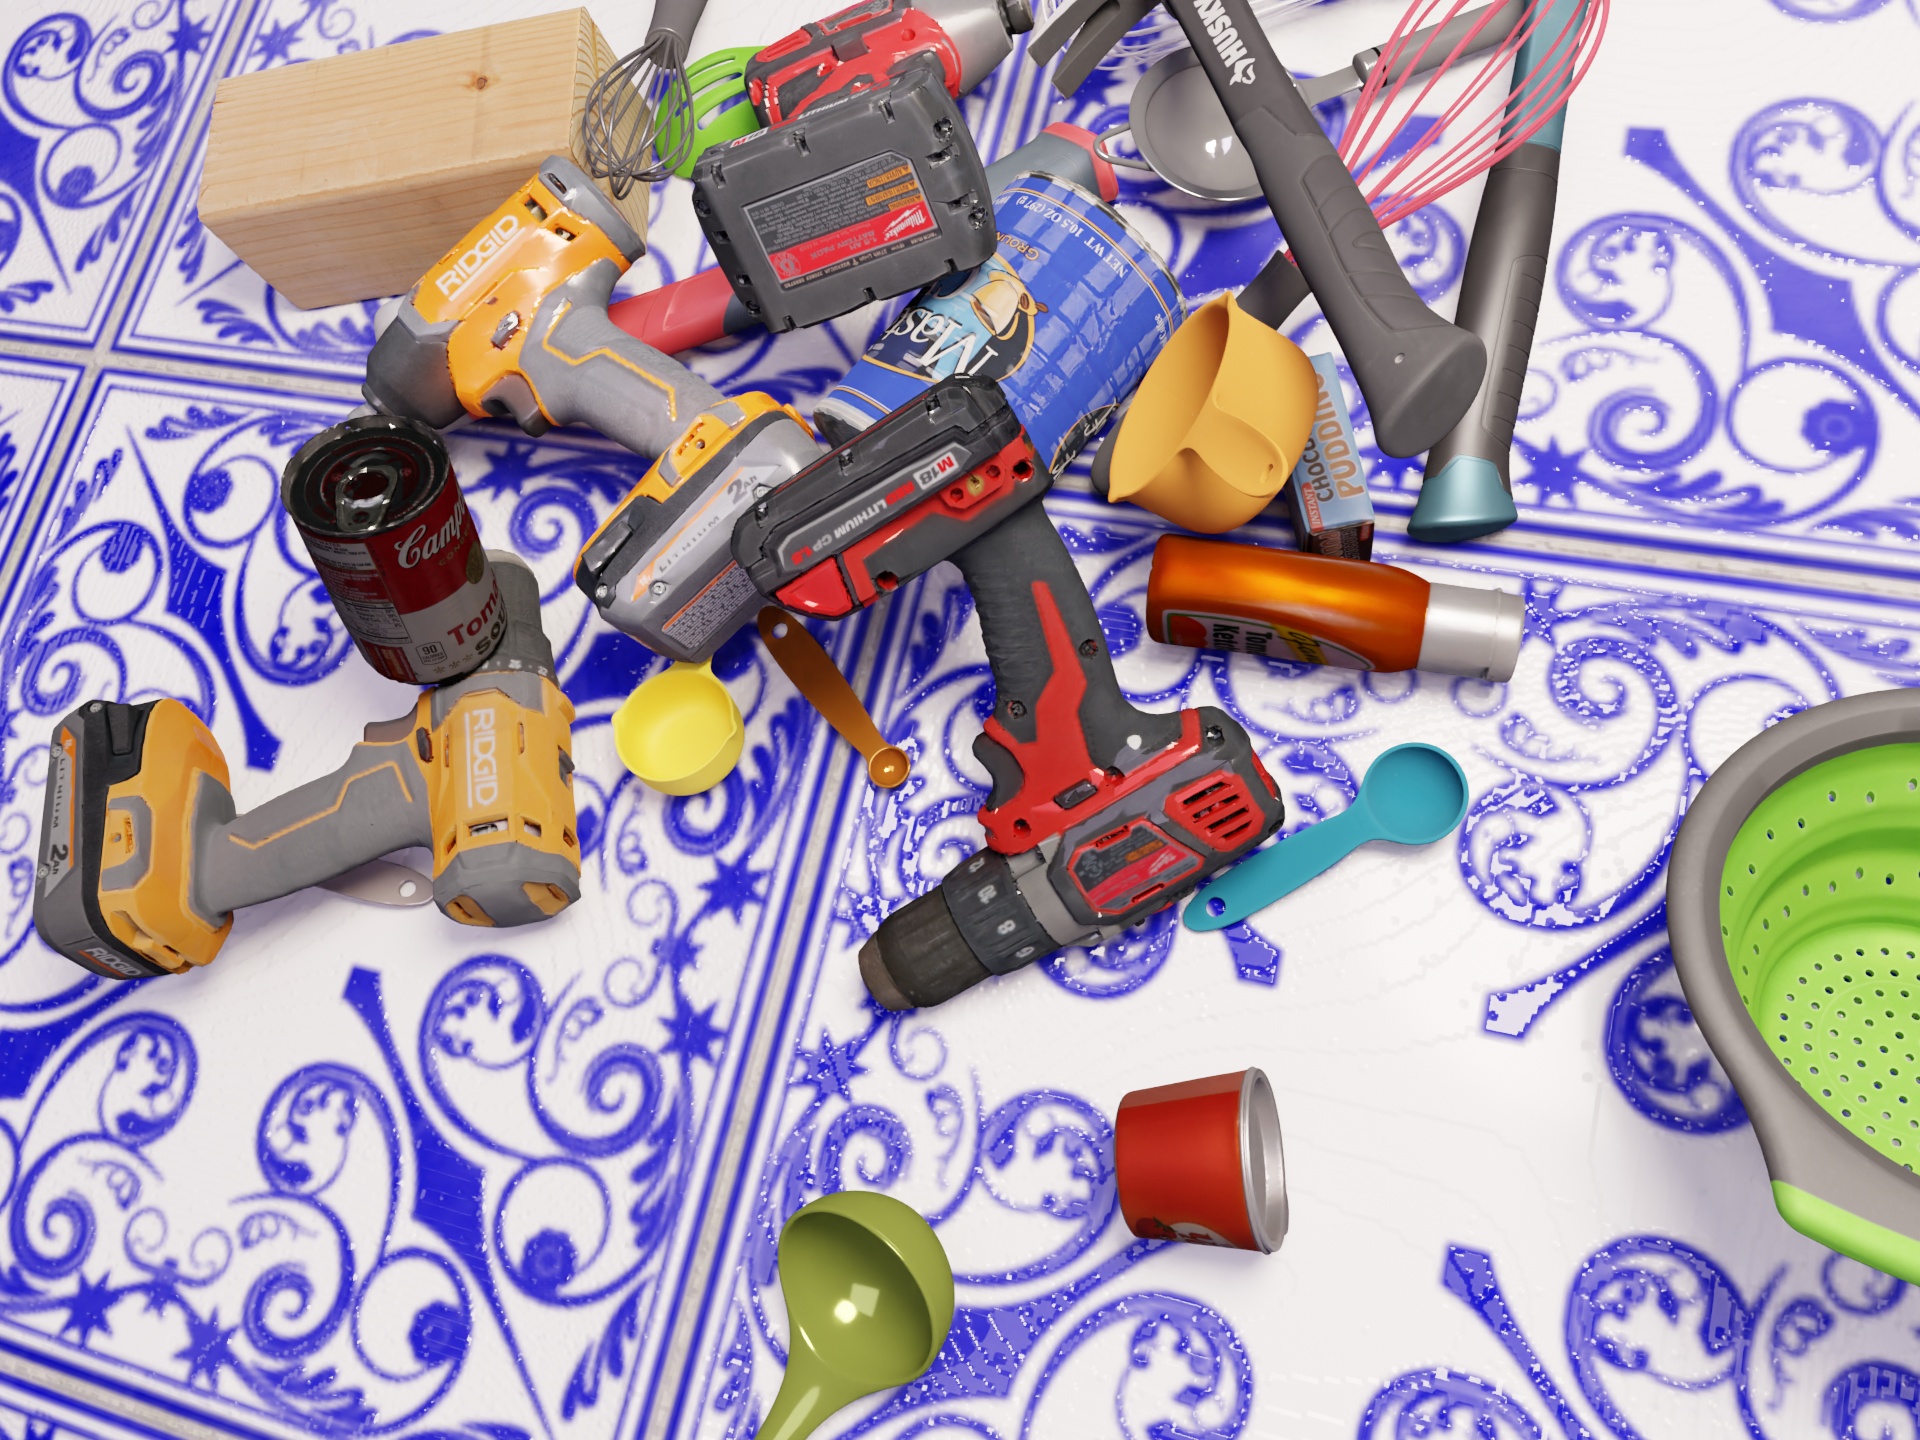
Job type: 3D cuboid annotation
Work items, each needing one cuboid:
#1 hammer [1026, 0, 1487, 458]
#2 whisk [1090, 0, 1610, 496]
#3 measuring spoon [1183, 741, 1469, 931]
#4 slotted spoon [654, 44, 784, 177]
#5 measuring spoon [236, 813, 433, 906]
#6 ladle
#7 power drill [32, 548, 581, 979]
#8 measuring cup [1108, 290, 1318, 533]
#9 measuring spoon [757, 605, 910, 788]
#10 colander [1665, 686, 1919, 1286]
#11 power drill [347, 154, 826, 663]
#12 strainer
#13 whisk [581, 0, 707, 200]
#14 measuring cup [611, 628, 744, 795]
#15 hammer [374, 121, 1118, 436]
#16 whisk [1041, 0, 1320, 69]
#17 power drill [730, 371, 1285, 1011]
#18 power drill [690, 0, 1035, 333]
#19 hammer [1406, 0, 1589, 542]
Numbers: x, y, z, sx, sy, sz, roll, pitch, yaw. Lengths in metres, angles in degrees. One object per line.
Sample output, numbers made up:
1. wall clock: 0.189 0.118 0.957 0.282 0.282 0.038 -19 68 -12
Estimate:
1. hammer: 0.122 -0.228 0.631 0.146 0.035 0.335 -31 51 23
2. whisk: 0.156 -0.206 0.670 0.295 0.073 0.073 -48 66 21
3. measuring spoon: 0.149 0.053 0.656 0.128 0.021 0.042 -32 68 12
4. slotted spoon: -0.027 -0.381 0.832 0.314 0.031 0.070 -30 67 2
5. measuring spoon: -0.306 0.073 0.763 0.124 0.018 0.034 11 68 10
6. ladle: -0.105 0.324 0.608 0.078 0.062 0.320 31 85 23
7. power drill: -0.290 0.017 0.732 0.226 0.084 0.186 -11 62 0
8. measuring cup: 0.111 -0.103 0.606 0.052 0.174 0.095 24 107 -18
9. measuring spoon: -0.059 -0.012 0.730 0.021 0.011 0.117 -40 64 -1
10. colander: 0.371 0.033 0.576 0.204 0.094 0.397 18 60 19
11. power drill: -0.173 -0.133 0.726 0.164 0.084 0.227 -43 71 1
12. strainer: 0.184 -0.299 0.746 0.258 0.050 0.087 -21 75 1
13. whisk: -0.151 -0.347 0.811 0.055 0.055 0.239 -6 51 12
14. measuring cup: -0.116 -0.036 0.748 0.062 0.029 0.157 5 62 16
15. hammer: -0.107 -0.197 0.786 0.386 0.038 0.143 -17 71 8
16. whisk: 0.180 -0.362 0.760 0.284 0.070 0.070 -4 72 8
17. power drill: -0.001 -0.002 0.634 0.188 0.080 0.226 -31 103 10
18. power drill: -0.037 -0.270 0.715 0.143 0.078 0.220 -15 37 16
19. hammer: 0.247 -0.235 0.694 0.128 0.033 0.331 13 82 5
